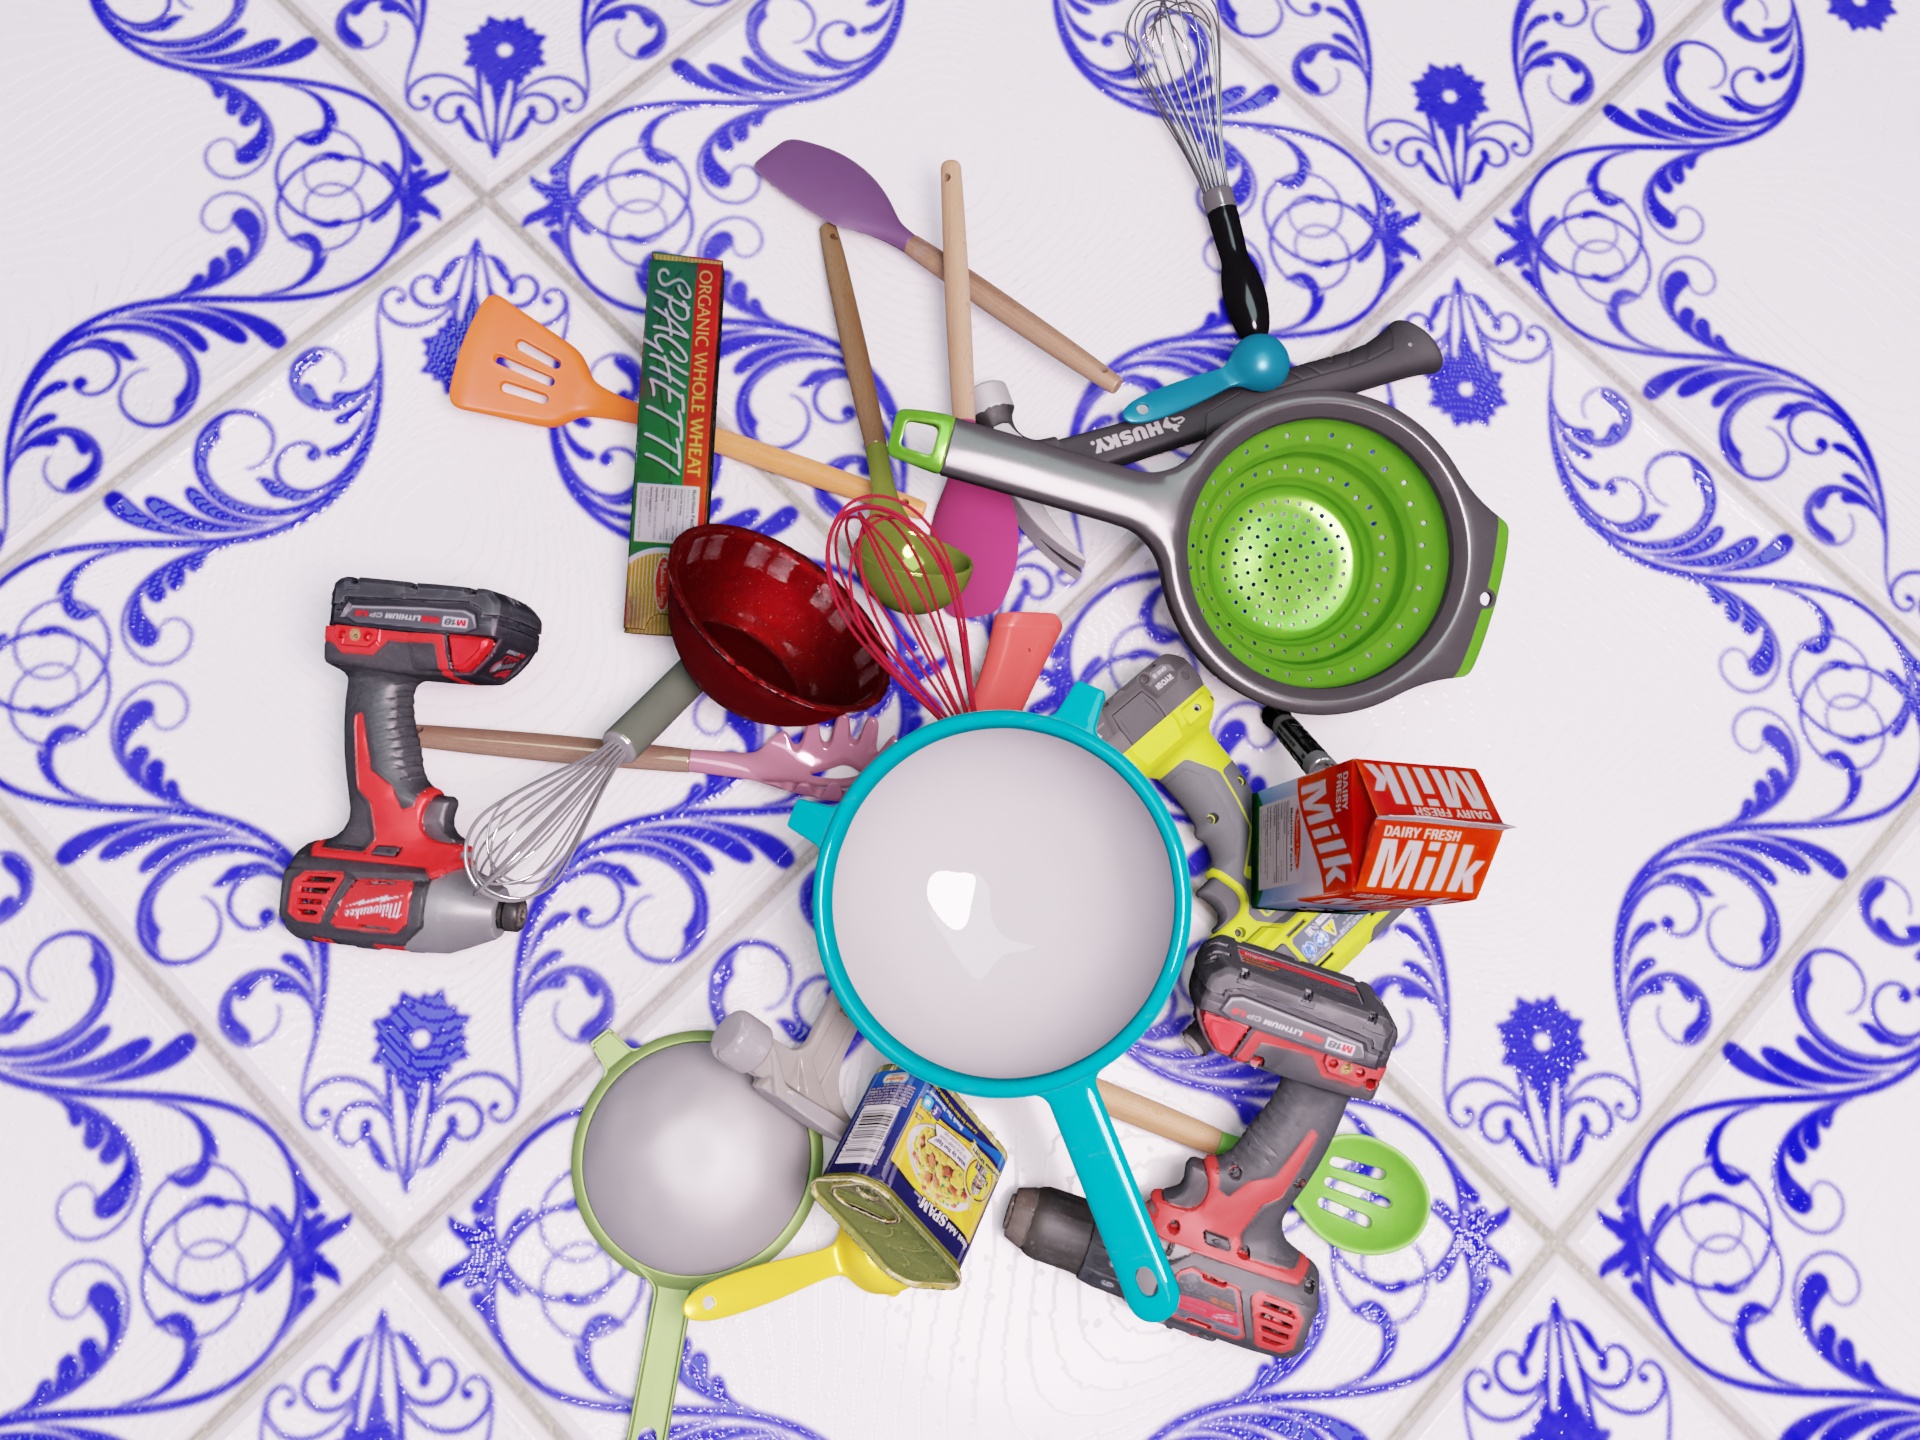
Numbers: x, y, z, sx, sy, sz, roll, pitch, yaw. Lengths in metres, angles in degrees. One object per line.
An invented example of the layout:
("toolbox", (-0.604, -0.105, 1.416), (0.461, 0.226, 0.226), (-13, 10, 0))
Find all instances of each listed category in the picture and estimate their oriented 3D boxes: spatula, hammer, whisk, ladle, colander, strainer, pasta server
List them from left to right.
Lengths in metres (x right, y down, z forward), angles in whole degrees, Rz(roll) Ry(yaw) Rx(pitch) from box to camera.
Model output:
("whisk", (-0.212, 0.022, 0.965), (0.057, 0.059, 0.246), (46, 48, -9))
("pasta server", (-0.199, 0.018, 1.011), (0.316, 0.040, 0.060), (5, 46, -1))
("strainer", (-0.164, 0.306, 0.918), (0.151, 0.069, 0.256), (9, 73, -2))
("spatula", (-0.177, -0.194, 1.069), (0.322, 0.041, 0.081), (19, 84, -1))
("ladle", (-0.057, -0.212, 1.062), (0.078, 0.062, 0.320), (-1, 65, -27))
("hammer", (-0.015, 0.085, 0.992), (0.149, 0.037, 0.359), (41, 63, -30))
("spatula", (-0.014, -0.321, 1.112), (0.316, 0.018, 0.060), (38, 64, 14))
("whisk", (-0.002, -0.003, 0.950), (0.073, 0.073, 0.295), (-32, 115, -12))
("strainer", (0.052, 0.161, 0.898), (0.211, 0.095, 0.340), (-23, 81, 9))
("colander", (0.145, -0.128, 1.032), (0.397, 0.094, 0.204), (15, 90, -5))
("whisk", (0.180, -0.404, 1.150), (0.070, 0.070, 0.285), (-12, 81, -8))
("hammer", (0.182, -0.209, 1.106), (0.334, 0.035, 0.146), (-19, 76, -10))

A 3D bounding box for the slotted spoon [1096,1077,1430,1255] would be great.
("slotted spoon", (0.135, 0.249, 0.981), (0.314, 0.031, 0.070), (21, 81, 3))

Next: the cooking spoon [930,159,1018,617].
("cooking spoon", (0.001, -0.227, 1.075), (0.069, 0.017, 0.319), (-7, 81, 28))

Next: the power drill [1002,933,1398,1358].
("power drill", (0.140, 0.245, 0.930), (0.188, 0.080, 0.226), (18, 98, 4))

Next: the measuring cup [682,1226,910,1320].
("measuring cup", (-0.083, 0.314, 0.913), (0.156, 0.029, 0.062), (-8, 74, -32))

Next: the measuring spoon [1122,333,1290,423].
("measuring spoon", (0.168, -0.232, 1.081), (0.128, 0.021, 0.042), (-24, 76, -12))

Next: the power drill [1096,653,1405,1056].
("power drill", (0.151, 0.085, 1.003), (0.171, 0.080, 0.223), (-39, 84, -14))

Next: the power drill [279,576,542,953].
("power drill", (-0.323, 0.031, 0.963), (0.143, 0.078, 0.220), (6, 85, 5))

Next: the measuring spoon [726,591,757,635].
("measuring spoon", (-0.169, -0.106, 1.060), (0.021, 0.011, 0.117), (-32, 80, -12))
